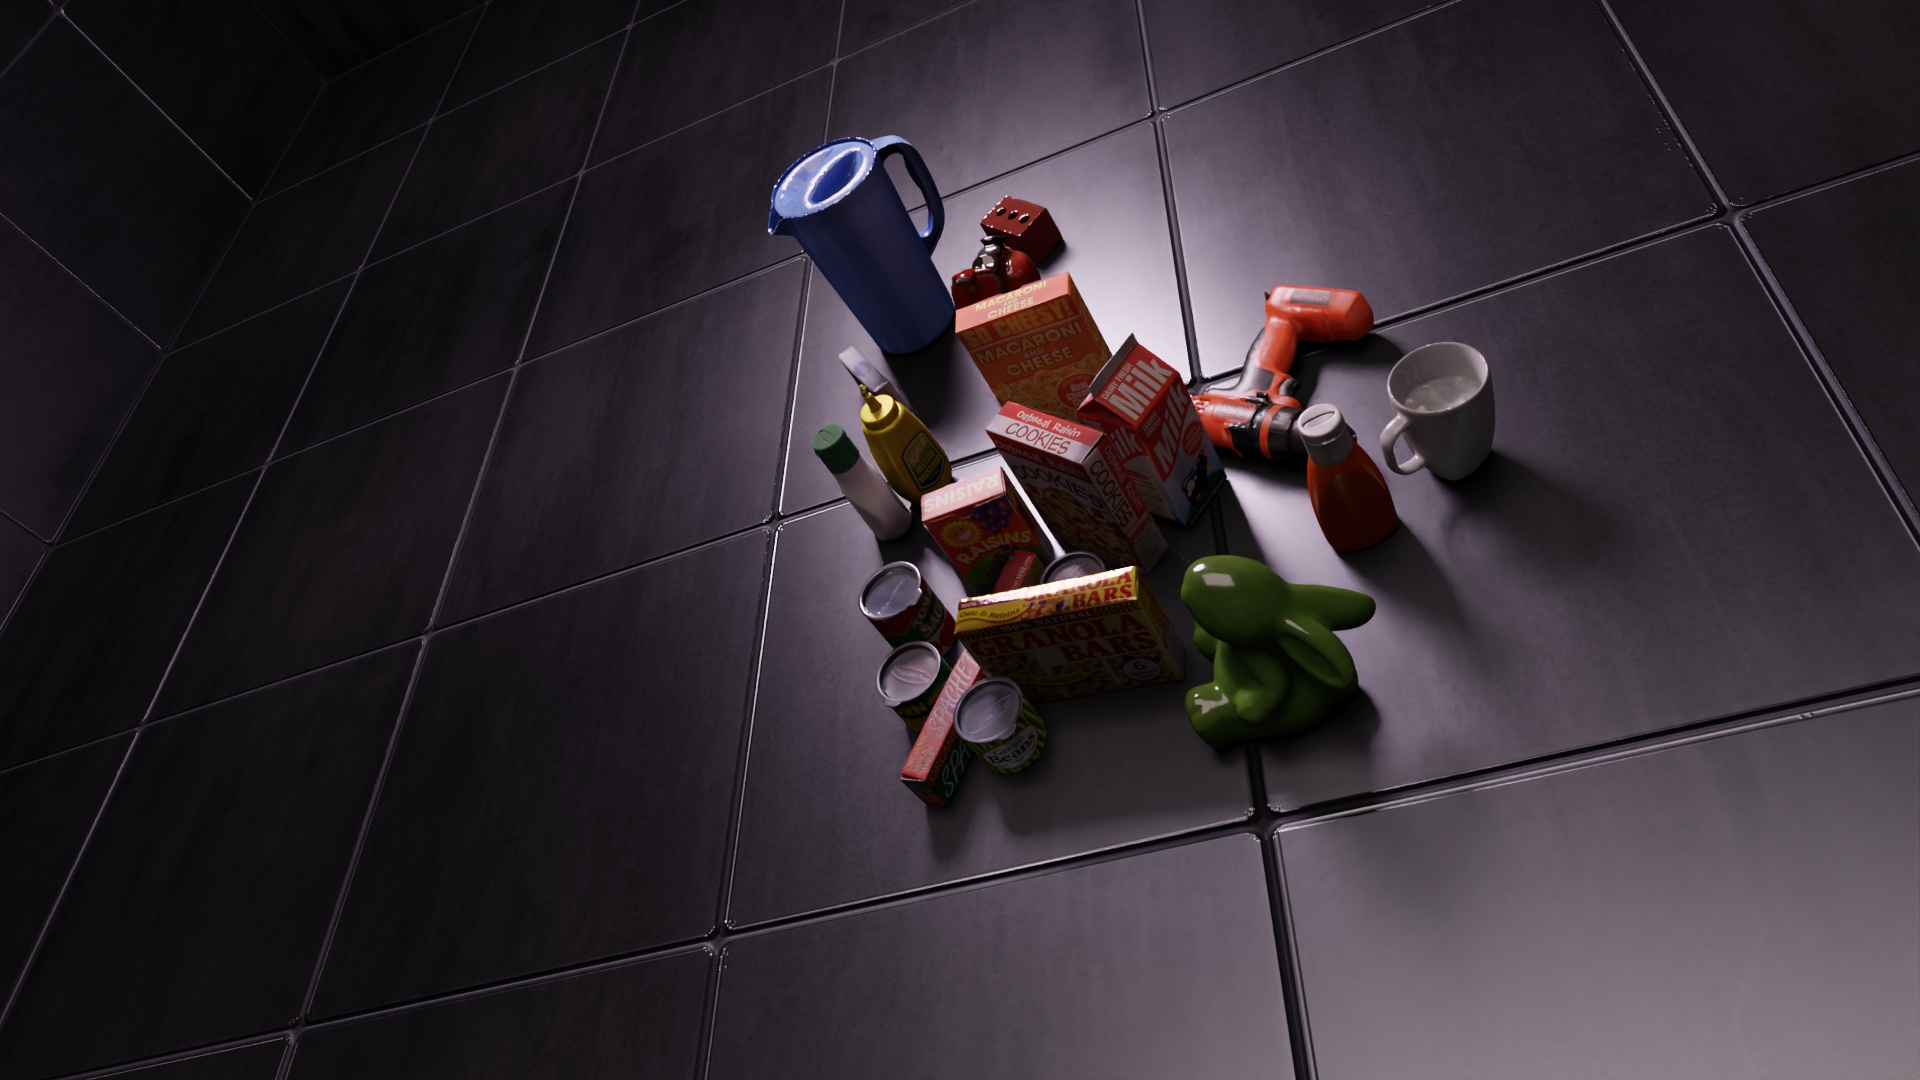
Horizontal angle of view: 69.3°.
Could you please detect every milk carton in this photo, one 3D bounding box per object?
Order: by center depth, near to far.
[{"bbox_3d":[0.170,-0.100,1.267,0.073,0.190,0.072,20,66,42],"label":"milk carton"}]

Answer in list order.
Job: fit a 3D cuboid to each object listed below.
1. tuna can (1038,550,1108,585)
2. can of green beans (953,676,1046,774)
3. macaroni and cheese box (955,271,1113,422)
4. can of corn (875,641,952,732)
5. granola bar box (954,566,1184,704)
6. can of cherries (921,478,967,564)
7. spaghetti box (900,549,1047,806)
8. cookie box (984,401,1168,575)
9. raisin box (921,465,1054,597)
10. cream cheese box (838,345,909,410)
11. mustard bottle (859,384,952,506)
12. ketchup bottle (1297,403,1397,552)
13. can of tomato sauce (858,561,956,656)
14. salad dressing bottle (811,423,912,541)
[{"bbox_3d":[0.111,0.045,1.291,0.071,0.032,0.071,-17,45,19],"label":"tuna can"},{"bbox_3d":[0.035,0.162,1.215,0.071,0.057,0.071,-17,45,19],"label":"can of green beans"},{"bbox_3d":[0.085,-0.185,1.415,0.123,0.166,0.040,-16,46,20],"label":"macaroni and cheese box"},{"bbox_3d":[-0.037,0.138,1.282,0.071,0.058,0.071,-17,45,19],"label":"can of corn"},{"bbox_3d":[0.096,0.085,1.198,0.165,0.123,0.039,-12,47,23],"label":"granola bar box"},{"bbox_3d":[0.005,-0.017,1.394,0.071,0.058,0.072,-17,45,19],"label":"can of cherries"},{"bbox_3d":[0.019,0.123,1.267,0.028,0.050,0.251,6,56,36],"label":"spaghetti box"},{"bbox_3d":[0.108,-0.048,1.277,0.123,0.167,0.040,23,68,43],"label":"cookie box"},{"bbox_3d":[0.027,-0.007,1.323,0.086,0.123,0.040,-20,45,16],"label":"raisin box"},{"bbox_3d":[-0.101,-0.182,1.611,0.024,0.053,0.104,-39,43,-4],"label":"cream cheese box"},{"bbox_3d":[-0.065,-0.103,1.439,0.049,0.159,0.065,16,63,41],"label":"mustard bottle"},{"bbox_3d":[0.319,-0.052,1.162,0.064,0.148,0.044,-24,44,12],"label":"ketchup bottle"},{"bbox_3d":[-0.048,0.071,1.330,0.071,0.082,0.071,-17,46,19],"label":"can of tomato sauce"},{"bbox_3d":[-0.102,-0.060,1.433,0.044,0.147,0.064,-43,43,-8],"label":"salad dressing bottle"}]
